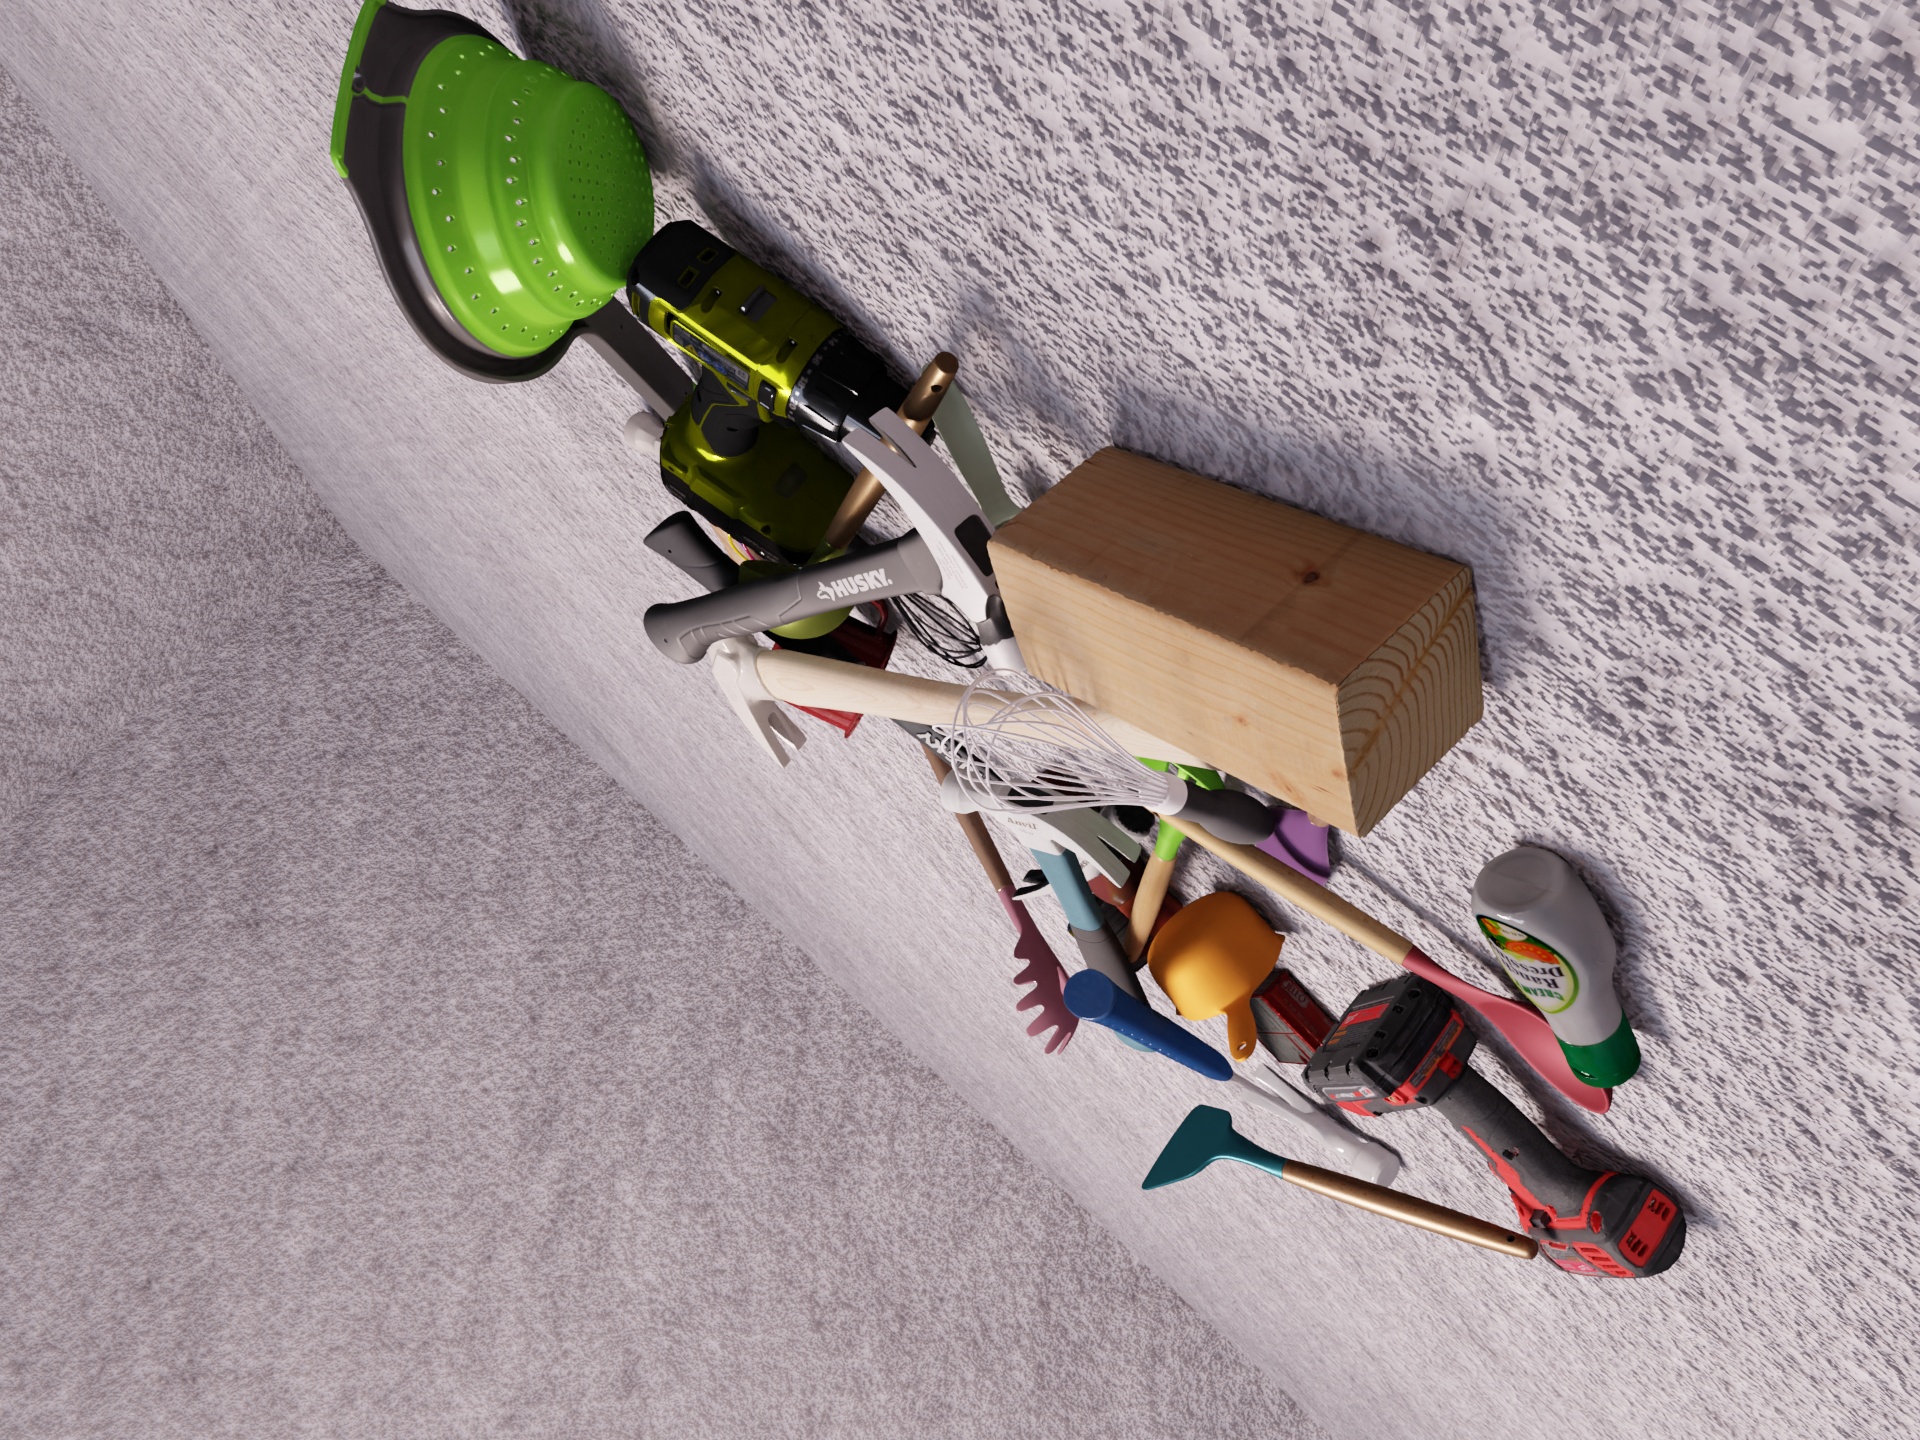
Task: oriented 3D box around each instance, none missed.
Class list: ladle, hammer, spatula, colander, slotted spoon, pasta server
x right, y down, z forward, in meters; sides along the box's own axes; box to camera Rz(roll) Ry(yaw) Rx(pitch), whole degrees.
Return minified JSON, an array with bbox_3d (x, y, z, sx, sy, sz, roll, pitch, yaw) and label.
[{"bbox_3d":[-0.061,-0.127,0.909,0.078,0.062,0.320,14,155,-16],"label":"ladle"},{"bbox_3d":[-0.095,-0.078,0.917,0.335,0.035,0.146,-8,119,52],"label":"hammer"},{"bbox_3d":[0.202,0.042,0.877,0.060,0.018,0.315,50,166,17],"label":"spatula"},{"bbox_3d":[-0.212,-0.273,0.970,0.094,0.205,0.396,0,163,18],"label":"colander"},{"bbox_3d":[-0.058,-0.014,1.145,0.409,0.036,0.149,38,140,-3],"label":"hammer"},{"bbox_3d":[0.196,0.265,1.205,0.144,0.035,0.405,30,175,45],"label":"hammer"},{"bbox_3d":[0.254,0.324,1.104,0.318,0.082,0.044,5,135,48],"label":"spatula"},{"bbox_3d":[0.135,0.099,1.090,0.070,0.031,0.313,34,153,17],"label":"slotted spoon"},{"bbox_3d":[0.018,0.116,1.262,0.060,0.040,0.316,26,-148,-59],"label":"pasta server"},{"bbox_3d":[-0.002,-0.003,1.029,0.411,0.038,0.146,9,139,37],"label":"hammer"},{"bbox_3d":[0.094,0.150,1.152,0.128,0.033,0.330,13,148,32],"label":"hammer"},{"bbox_3d":[-0.169,-0.118,1.349,0.130,0.031,0.331,32,159,38],"label":"hammer"},{"bbox_3d":[0.237,0.124,0.928,0.315,0.031,0.069,32,160,21],"label":"ladle"}]

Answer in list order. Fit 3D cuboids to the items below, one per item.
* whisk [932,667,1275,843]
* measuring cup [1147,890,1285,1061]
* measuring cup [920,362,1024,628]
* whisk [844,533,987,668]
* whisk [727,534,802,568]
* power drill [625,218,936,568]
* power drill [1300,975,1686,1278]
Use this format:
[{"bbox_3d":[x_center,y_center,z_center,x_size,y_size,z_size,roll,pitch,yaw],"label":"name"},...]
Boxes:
[{"bbox_3d":[0.090,0.031,0.853,0.284,0.070,0.070,18,-173,-46],"label":"whisk"},{"bbox_3d":[0.170,0.171,1.067,0.052,0.095,0.174,50,-167,-9],"label":"measuring cup"},{"bbox_3d":[0.015,-0.118,0.878,0.167,0.083,0.038,64,171,-8],"label":"measuring cup"},{"bbox_3d":[-0.051,-0.101,1.092,0.239,0.055,0.055,36,162,41],"label":"whisk"},{"bbox_3d":[-0.127,-0.100,1.268,0.051,0.047,0.244,16,155,27],"label":"whisk"},{"bbox_3d":[-0.110,-0.183,0.976,0.190,0.080,0.228,35,160,3],"label":"power drill"},{"bbox_3d":[0.334,0.266,1.010,0.220,0.078,0.143,40,163,5],"label":"power drill"}]
